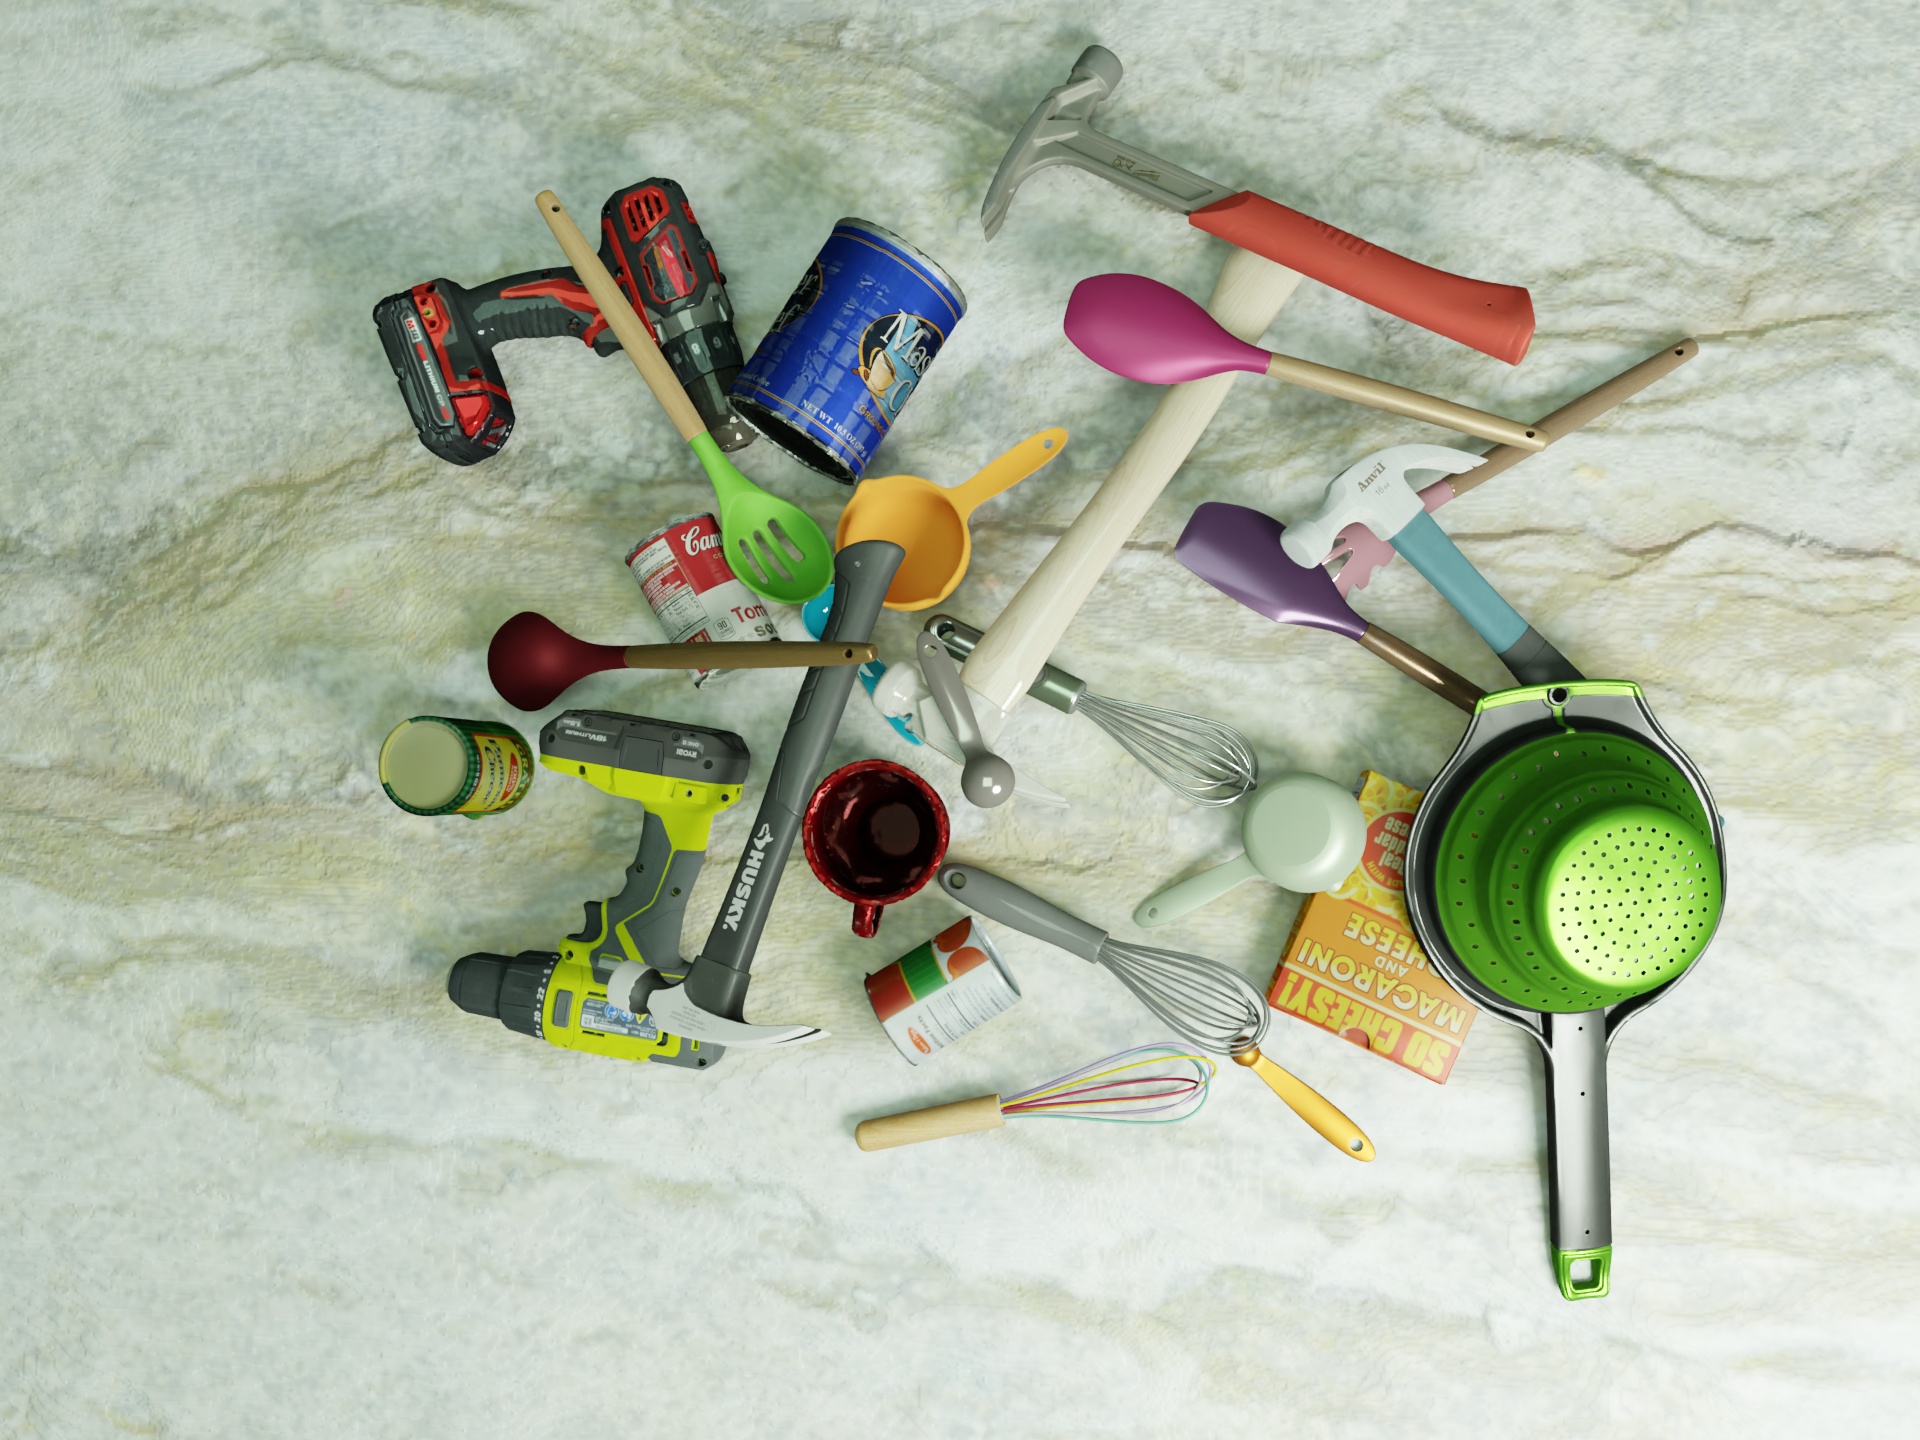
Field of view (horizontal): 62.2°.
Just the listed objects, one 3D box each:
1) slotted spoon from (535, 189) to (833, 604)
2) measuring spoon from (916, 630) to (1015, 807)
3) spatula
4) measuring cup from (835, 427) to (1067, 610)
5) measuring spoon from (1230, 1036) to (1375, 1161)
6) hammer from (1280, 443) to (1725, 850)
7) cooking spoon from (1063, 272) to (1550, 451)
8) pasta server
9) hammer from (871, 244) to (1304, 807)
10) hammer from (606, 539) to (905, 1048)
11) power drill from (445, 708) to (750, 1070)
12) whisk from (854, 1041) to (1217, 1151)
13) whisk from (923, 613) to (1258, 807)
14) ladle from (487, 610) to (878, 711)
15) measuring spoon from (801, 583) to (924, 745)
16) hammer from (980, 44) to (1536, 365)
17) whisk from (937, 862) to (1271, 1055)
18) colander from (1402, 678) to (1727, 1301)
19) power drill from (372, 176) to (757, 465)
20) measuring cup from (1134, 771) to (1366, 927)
[{"bbox_3d":[-0.186,-0.210,1.047,0.070,0.031,0.313,-36,98,-26],"label":"slotted spoon"},{"bbox_3d":[-0.002,-0.003,0.996,0.034,0.018,0.124,-25,74,4],"label":"measuring spoon"},{"bbox_3d":[0.280,-0.046,1.020,0.316,0.018,0.060,32,82,-3],"label":"spatula"},{"bbox_3d":[-0.001,-0.140,1.065,0.173,0.052,0.095,-33,85,2],"label":"measuring cup"},{"bbox_3d":[0.225,0.249,1.042,0.117,0.011,0.021,40,92,6],"label":"measuring spoon"},{"bbox_3d":[0.356,-0.040,1.002,0.128,0.033,0.331,-45,94,-10],"label":"hammer"},{"bbox_3d":[0.222,-0.222,1.017,0.319,0.017,0.069,16,82,1],"label":"cooking spoon"},{"bbox_3d":[0.340,-0.164,1.042,0.316,0.040,0.060,-30,85,0],"label":"pasta server"},{"bbox_3d":[0.114,-0.141,1.035,0.146,0.038,0.410,33,85,16],"label":"hammer"},{"bbox_3d":[-0.102,0.042,0.995,0.146,0.035,0.335,14,79,28],"label":"hammer"},{"bbox_3d":[-0.239,0.111,1.068,0.190,0.080,0.228,9,91,6],"label":"power drill"},{"bbox_3d":[0.049,0.255,1.049,0.245,0.047,0.051,-14,78,10],"label":"whisk"},{"bbox_3d":[0.084,-0.011,1.052,0.246,0.059,0.058,26,79,11],"label":"whisk"},{"bbox_3d":[-0.193,-0.041,1.037,0.315,0.031,0.069,0,94,26],"label":"ladle"},{"bbox_3d":[-0.062,-0.037,1.087,0.042,0.021,0.128,-34,94,3],"label":"measuring spoon"},{"bbox_3d":[0.194,-0.308,1.022,0.359,0.036,0.149,30,83,16],"label":"hammer"},{"bbox_3d":[0.090,0.151,1.039,0.239,0.055,0.055,25,90,16],"label":"whisk"},{"bbox_3d":[0.384,0.177,0.955,0.204,0.094,0.397,-6,98,-4],"label":"colander"},{"bbox_3d":[-0.259,-0.245,1.086,0.226,0.080,0.188,-21,92,1],"label":"power drill"},{"bbox_3d":[0.179,0.091,1.024,0.167,0.038,0.083,-31,65,18],"label":"measuring cup"}]
